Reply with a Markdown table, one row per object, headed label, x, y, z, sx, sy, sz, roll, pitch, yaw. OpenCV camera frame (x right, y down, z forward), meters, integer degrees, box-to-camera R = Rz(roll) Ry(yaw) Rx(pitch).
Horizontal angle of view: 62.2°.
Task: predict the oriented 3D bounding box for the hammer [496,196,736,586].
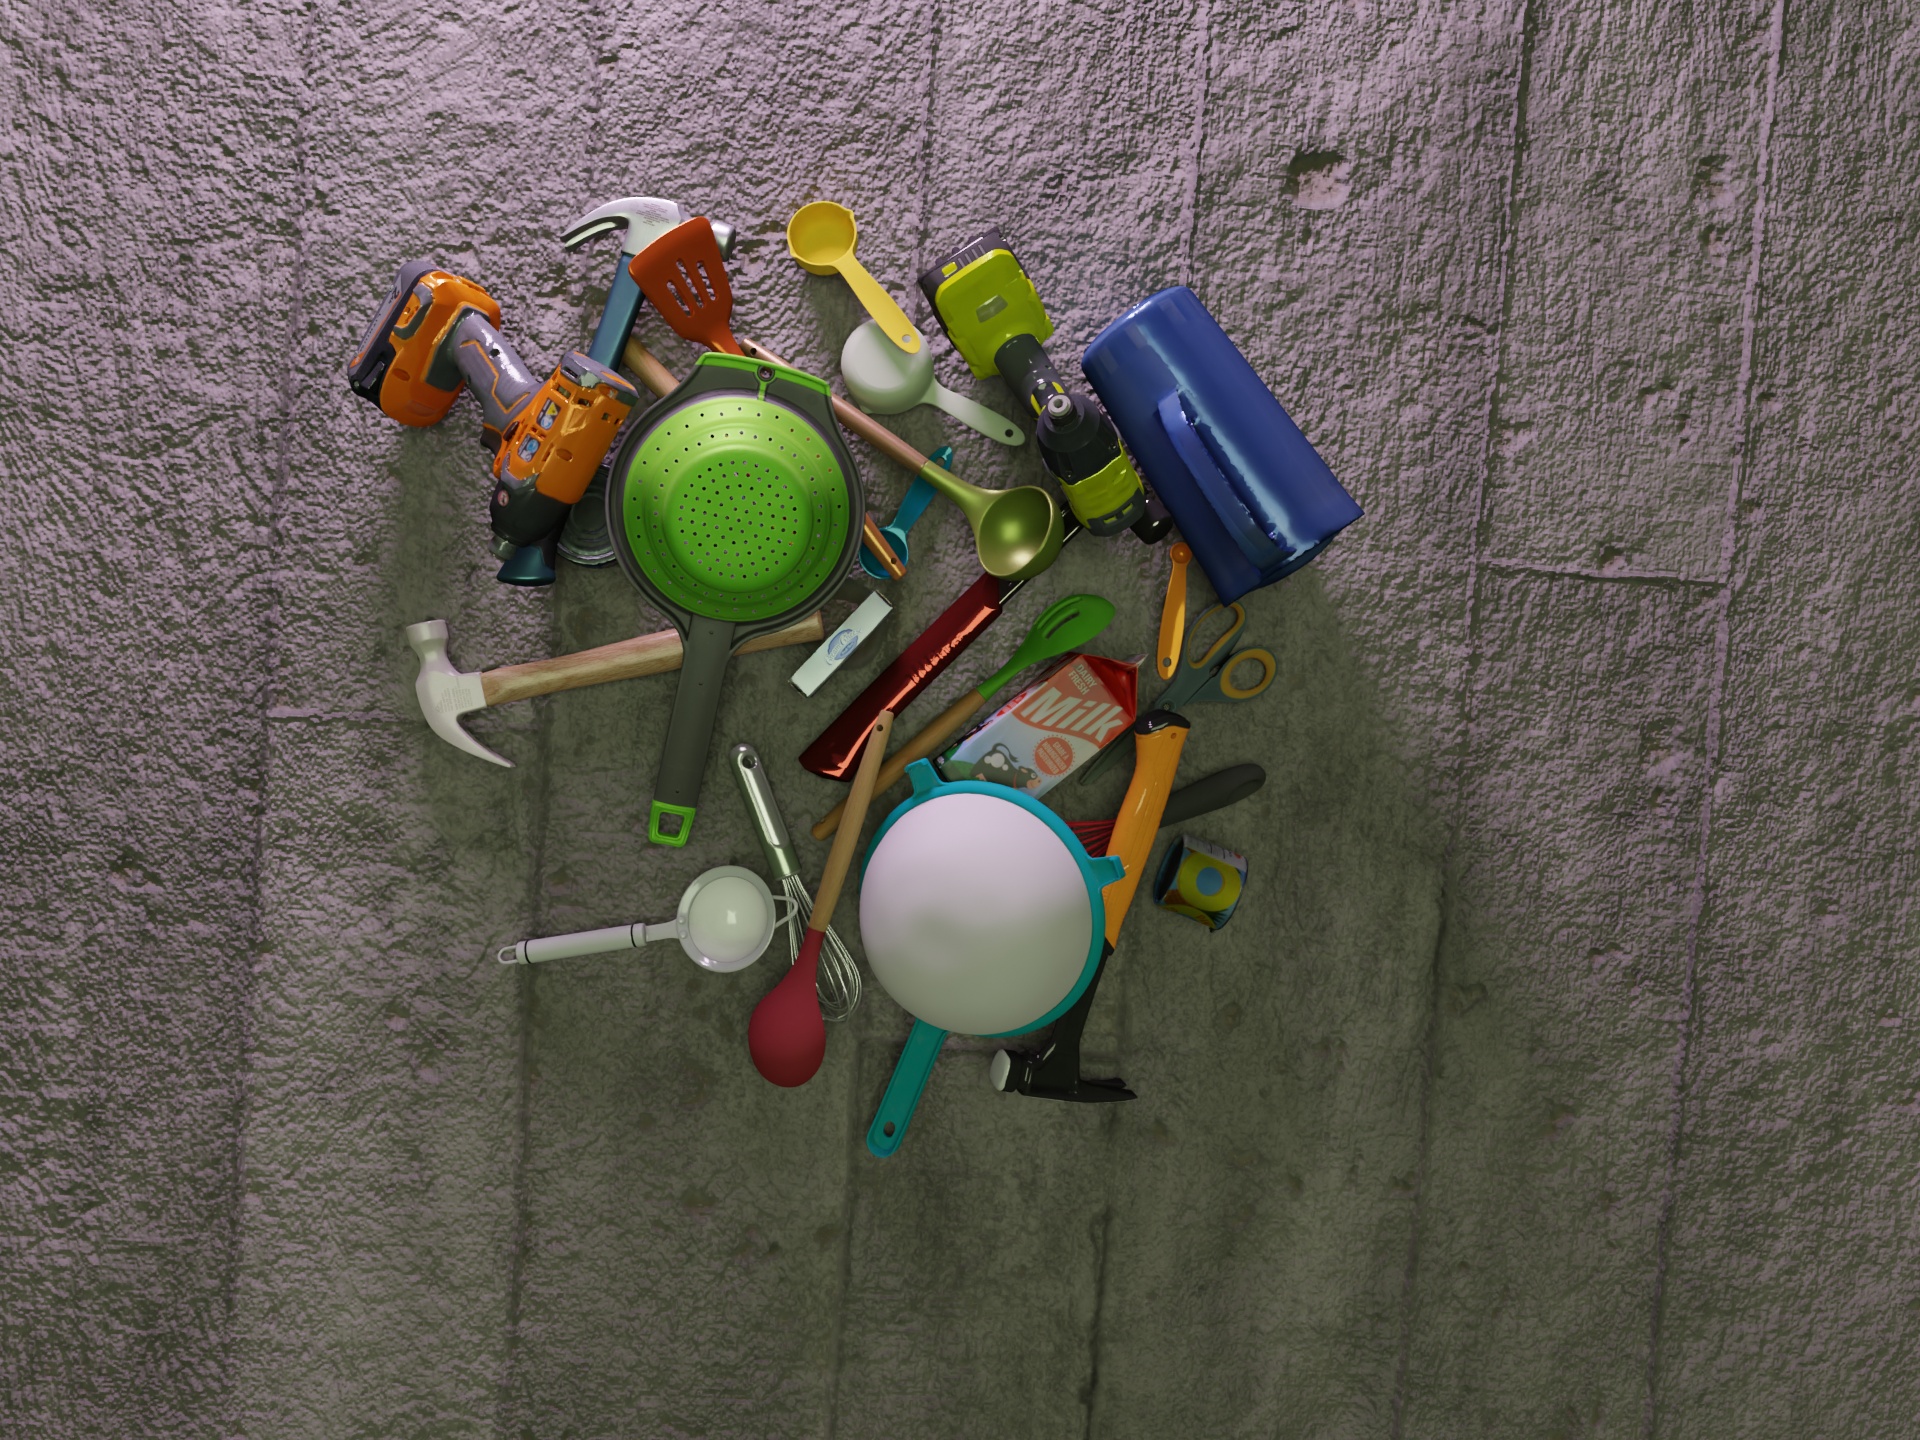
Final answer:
| label | x | y | z | sx | sy | sz | roll | pitch | yaw |
| --- | --- | --- | --- | --- | --- | --- | --- | --- | --- |
| hammer | -0.292 | -0.260 | 1.262 | 0.128 | 0.033 | 0.331 | 19 | 85 | 0 |

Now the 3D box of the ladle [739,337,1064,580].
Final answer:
| label | x | y | z | sx | sy | sz | roll | pitch | yaw |
| --- | --- | --- | --- | --- | --- | --- | --- | --- | --- |
| ladle | -0.053 | -0.218 | 1.270 | 0.320 | 0.062 | 0.078 | 36 | 98 | 9 |

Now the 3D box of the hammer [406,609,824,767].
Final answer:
| label | x | y | z | sx | sy | sz | roll | pitch | yaw |
| --- | --- | --- | --- | --- | --- | --- | --- | --- | --- |
| hammer | -0.275 | -0.047 | 1.302 | 0.331 | 0.031 | 0.130 | -12 | 93 | -4 |

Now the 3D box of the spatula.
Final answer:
| label | x | y | z | sx | sy | sz | roll | pitch | yaw |
| --- | --- | --- | --- | --- | --- | --- | --- | --- | --- |
| spatula | -0.141 | -0.246 | 1.269 | 0.081 | 0.041 | 0.322 | -41 | 100 | -22 |

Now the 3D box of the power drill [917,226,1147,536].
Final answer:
| label | x | y | z | sx | sy | sz | roll | pitch | yaw |
| --- | --- | --- | --- | --- | --- | --- | --- | --- | --- |
| power drill | 0.058 | -0.262 | 1.220 | 0.080 | 0.171 | 0.223 | -32 | 66 | 6 |

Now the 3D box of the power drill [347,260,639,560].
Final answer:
| label | x | y | z | sx | sy | sz | roll | pitch | yaw |
| --- | --- | --- | --- | --- | --- | --- | --- | --- | --- |
| power drill | -0.364 | -0.235 | 1.213 | 0.227 | 0.084 | 0.164 | 36 | 100 | 24 |

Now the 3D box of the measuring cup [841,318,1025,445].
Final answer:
| label | x | y | z | sx | sy | sz | roll | pitch | yaw |
| --- | --- | --- | --- | --- | --- | --- | --- | --- | --- |
| measuring cup | -0.021 | -0.270 | 1.296 | 0.167 | 0.038 | 0.083 | 29 | 88 | 6 |

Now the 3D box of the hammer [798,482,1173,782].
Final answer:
| label | x | y | z | sx | sy | sz | roll | pitch | yaw |
| --- | --- | --- | --- | --- | --- | --- | --- | --- | --- |
| hammer | -0.001 | -0.089 | 1.305 | 0.359 | 0.036 | 0.149 | -44 | 67 | 4 |

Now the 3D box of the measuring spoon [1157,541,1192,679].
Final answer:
| label | x | y | z | sx | sy | sz | roll | pitch | yaw |
| --- | --- | --- | --- | --- | --- | --- | --- | --- | --- |
| measuring spoon | 0.179 | -0.093 | 1.347 | 0.021 | 0.011 | 0.117 | 5 | 95 | -13 |

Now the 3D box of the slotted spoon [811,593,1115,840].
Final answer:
| label | x | y | z | sx | sy | sz | roll | pitch | yaw |
| --- | --- | --- | --- | --- | --- | --- | --- | --- | --- |
| slotted spoon | -0.002 | -0.004 | 1.317 | 0.314 | 0.070 | 0.031 | -40 | 121 | 3 |

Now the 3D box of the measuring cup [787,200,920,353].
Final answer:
| label | x | y | z | sx | sy | sz | roll | pitch | yaw |
| --- | --- | --- | --- | --- | --- | --- | --- | --- | --- |
| measuring cup | -0.082 | -0.353 | 1.290 | 0.062 | 0.029 | 0.156 | -37 | 81 | -5 |

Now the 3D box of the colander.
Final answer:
| label | x | y | z | sx | sy | sz | roll | pitch | yaw |
| --- | --- | --- | --- | --- | --- | --- | --- | --- | --- |
| colander | -0.190 | -0.080 | 1.234 | 0.204 | 0.094 | 0.397 | 12 | 101 | -11 |

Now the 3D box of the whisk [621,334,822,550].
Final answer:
| label | x | y | z | sx | sy | sz | roll | pitch | yaw |
| --- | --- | --- | --- | --- | --- | --- | --- | --- | --- |
| whisk | -0.202 | -0.227 | 1.298 | 0.245 | 0.047 | 0.051 | 45 | 76 | 0 |

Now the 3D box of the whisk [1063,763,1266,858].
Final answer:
| label | x | y | z | sx | sy | sz | roll | pitch | yaw |
| --- | --- | --- | --- | --- | --- | --- | --- | --- | --- |
| whisk | 0.121 | 0.095 | 1.324 | 0.296 | 0.073 | 0.073 | -20 | 94 | -9 |

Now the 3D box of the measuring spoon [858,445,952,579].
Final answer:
| label | x | y | z | sx | sy | sz | roll | pitch | yaw |
| --- | --- | --- | --- | --- | --- | --- | --- | --- | --- |
| measuring spoon | -0.043 | -0.173 | 1.325 | 0.042 | 0.021 | 0.128 | 33 | 80 | -10 |

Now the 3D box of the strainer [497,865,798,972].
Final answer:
| label | x | y | z | sx | sy | sz | roll | pitch | yaw |
| --- | --- | --- | --- | --- | --- | --- | --- | --- | --- |
| strainer | -0.255 | 0.174 | 1.304 | 0.258 | 0.050 | 0.087 | -9 | 75 | 4 |

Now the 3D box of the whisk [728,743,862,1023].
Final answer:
| label | x | y | z | sx | sy | sz | roll | pitch | yaw |
| --- | --- | --- | --- | --- | --- | --- | --- | --- | --- |
| whisk | -0.139 | 0.135 | 1.312 | 0.058 | 0.059 | 0.246 | -21 | 89 | -29 |

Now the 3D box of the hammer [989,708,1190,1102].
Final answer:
| label | x | y | z | sx | sy | sz | roll | pitch | yaw |
| --- | --- | --- | --- | --- | --- | --- | --- | --- | --- |
| hammer | 0.128 | 0.154 | 1.295 | 0.127 | 0.034 | 0.337 | 12 | 101 | -22 |

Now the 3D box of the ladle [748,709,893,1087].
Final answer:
| label | x | y | z | sx | sy | sz | roll | pitch | yaw |
| --- | --- | --- | --- | --- | --- | --- | --- | --- | --- |
| ladle | -0.105 | 0.143 | 1.274 | 0.069 | 0.031 | 0.315 | 17 | 89 | 18 |

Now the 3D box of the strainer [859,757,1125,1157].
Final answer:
| label | x | y | z | sx | sy | sz | roll | pitch | yaw |
| --- | --- | --- | --- | --- | --- | --- | --- | --- | --- |
| strainer | -0.023 | 0.215 | 1.252 | 0.211 | 0.095 | 0.340 | 26 | 107 | 16 |
